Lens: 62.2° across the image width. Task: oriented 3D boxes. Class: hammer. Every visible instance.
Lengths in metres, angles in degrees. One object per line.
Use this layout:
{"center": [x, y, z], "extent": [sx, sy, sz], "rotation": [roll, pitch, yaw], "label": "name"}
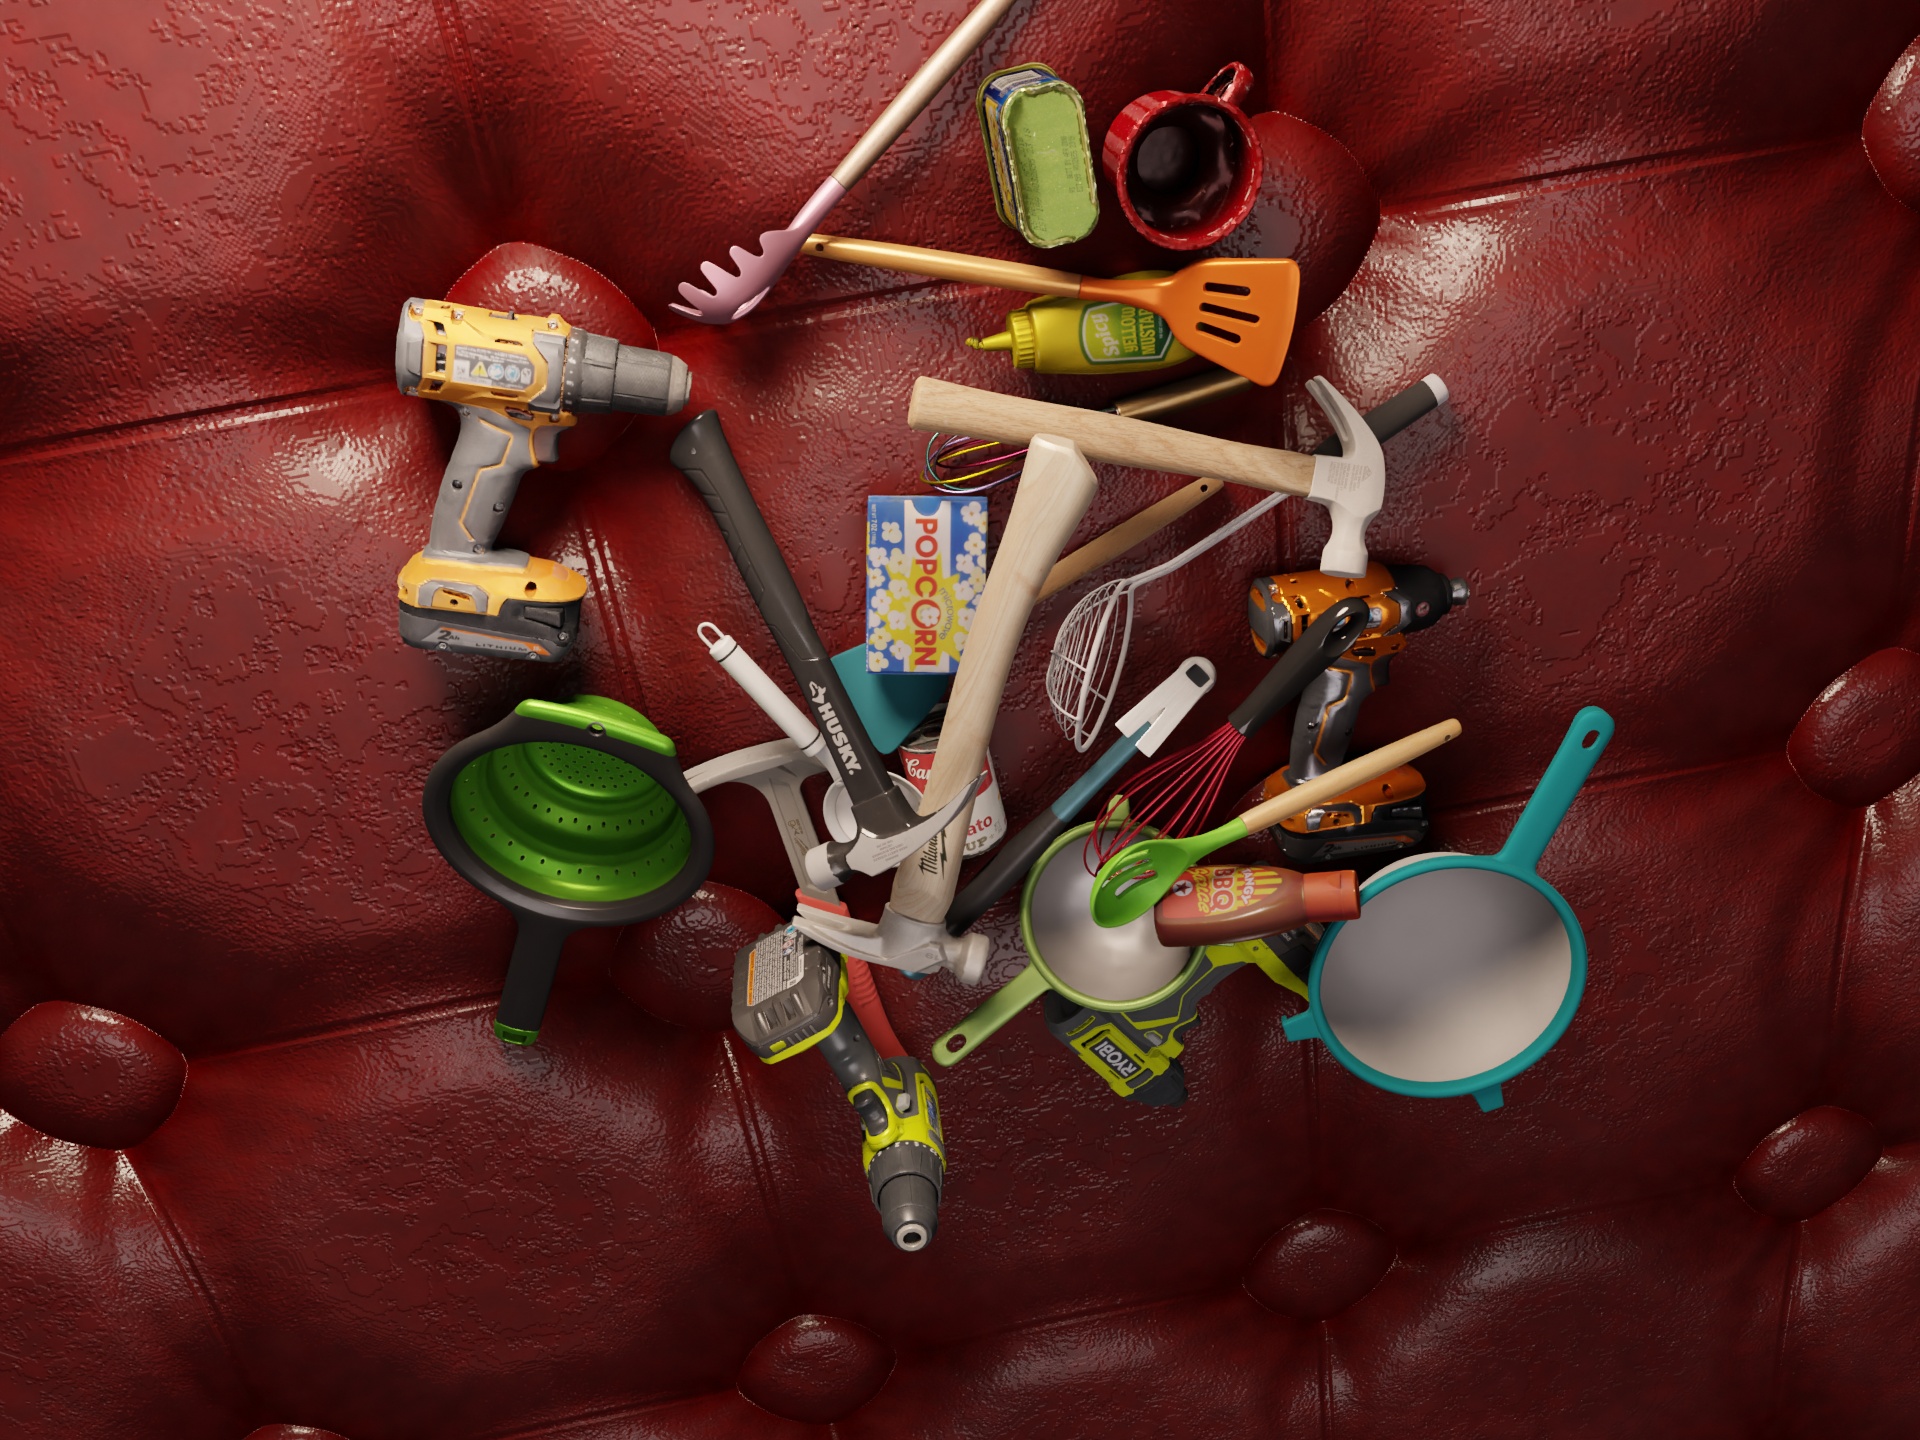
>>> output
{"center": [-0.111, 0.177, 1.283], "extent": [0.149, 0.037, 0.358], "rotation": [-16, 118, 0], "label": "hammer"}
{"center": [0.130, -0.189, 1.080], "extent": [0.331, 0.031, 0.130], "rotation": [9, 90, -8], "label": "hammer"}
{"center": [-0.002, -0.004, 1.112], "extent": [0.146, 0.038, 0.410], "rotation": [15, 112, -4], "label": "hammer"}
{"center": [-0.106, -0.056, 1.088], "extent": [0.146, 0.035, 0.335], "rotation": [-24, 94, 23], "label": "hammer"}
{"center": [0.068, 0.079, 1.211], "extent": [0.033, 0.128, 0.331], "rotation": [45, 107, 5], "label": "hammer"}

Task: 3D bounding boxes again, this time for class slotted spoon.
{"center": [0.231, 0.068, 1.175], "extent": [0.314, 0.031, 0.070], "rotation": [-24, 132, -7], "label": "slotted spoon"}

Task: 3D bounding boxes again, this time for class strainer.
{"center": [0.083, 0.190, 1.272], "extent": [0.256, 0.069, 0.151], "rotation": [-39, 78, 0], "label": "strainer"}
{"center": [0.395, 0.128, 1.228], "extent": [0.211, 0.095, 0.340], "rotation": [21, 109, -8], "label": "strainer"}
{"center": [-0.101, 0.021, 1.163], "extent": [0.087, 0.050, 0.258], "rotation": [-30, 114, 28], "label": "strainer"}

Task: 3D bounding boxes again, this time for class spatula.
{"center": [0.055, -0.091, 1.162], "extent": [0.317, 0.044, 0.082], "rotation": [-32, 96, 7], "label": "spatula"}
{"center": [0.053, -0.282, 1.025], "extent": [0.322, 0.041, 0.081], "rotation": [10, 117, 3], "label": "spatula"}

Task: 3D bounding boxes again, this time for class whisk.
{"center": [0.087, -0.208, 1.111], "extent": [0.245, 0.047, 0.051], "rotation": [-18, 90, -4], "label": "whisk"}
{"center": [0.193, 0.018, 1.173], "extent": [0.073, 0.073, 0.295], "rotation": [31, 115, -22], "label": "whisk"}

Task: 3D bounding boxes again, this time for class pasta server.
{"center": [-0.064, -0.365, 1.003], "extent": [0.040, 0.060, 0.316], "rotation": [43, 99, -6], "label": "pasta server"}

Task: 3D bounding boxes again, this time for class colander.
{"center": [-0.299, 0.105, 1.199], "extent": [0.204, 0.095, 0.396], "rotation": [16, 132, -11], "label": "colander"}

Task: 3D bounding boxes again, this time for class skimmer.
{"center": [0.210, -0.114, 1.146], "extent": [0.363, 0.127, 0.090], "rotation": [-34, 75, 4], "label": "skimmer"}

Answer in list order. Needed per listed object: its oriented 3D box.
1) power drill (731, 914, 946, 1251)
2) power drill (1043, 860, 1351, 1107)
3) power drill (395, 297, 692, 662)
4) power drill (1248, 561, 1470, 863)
{"center": [-0.082, 0.277, 1.214], "extent": [0.080, 0.191, 0.228], "rotation": [-28, 113, 7], "label": "power drill"}
{"center": [0.205, 0.233, 1.338], "extent": [0.223, 0.080, 0.171], "rotation": [-37, 121, 15], "label": "power drill"}
{"center": [-0.282, -0.157, 1.062], "extent": [0.185, 0.084, 0.226], "rotation": [6, 112, -13], "label": "power drill"}
{"center": [0.309, -0.013, 1.222], "extent": [0.164, 0.084, 0.226], "rotation": [-9, 114, -4], "label": "power drill"}
